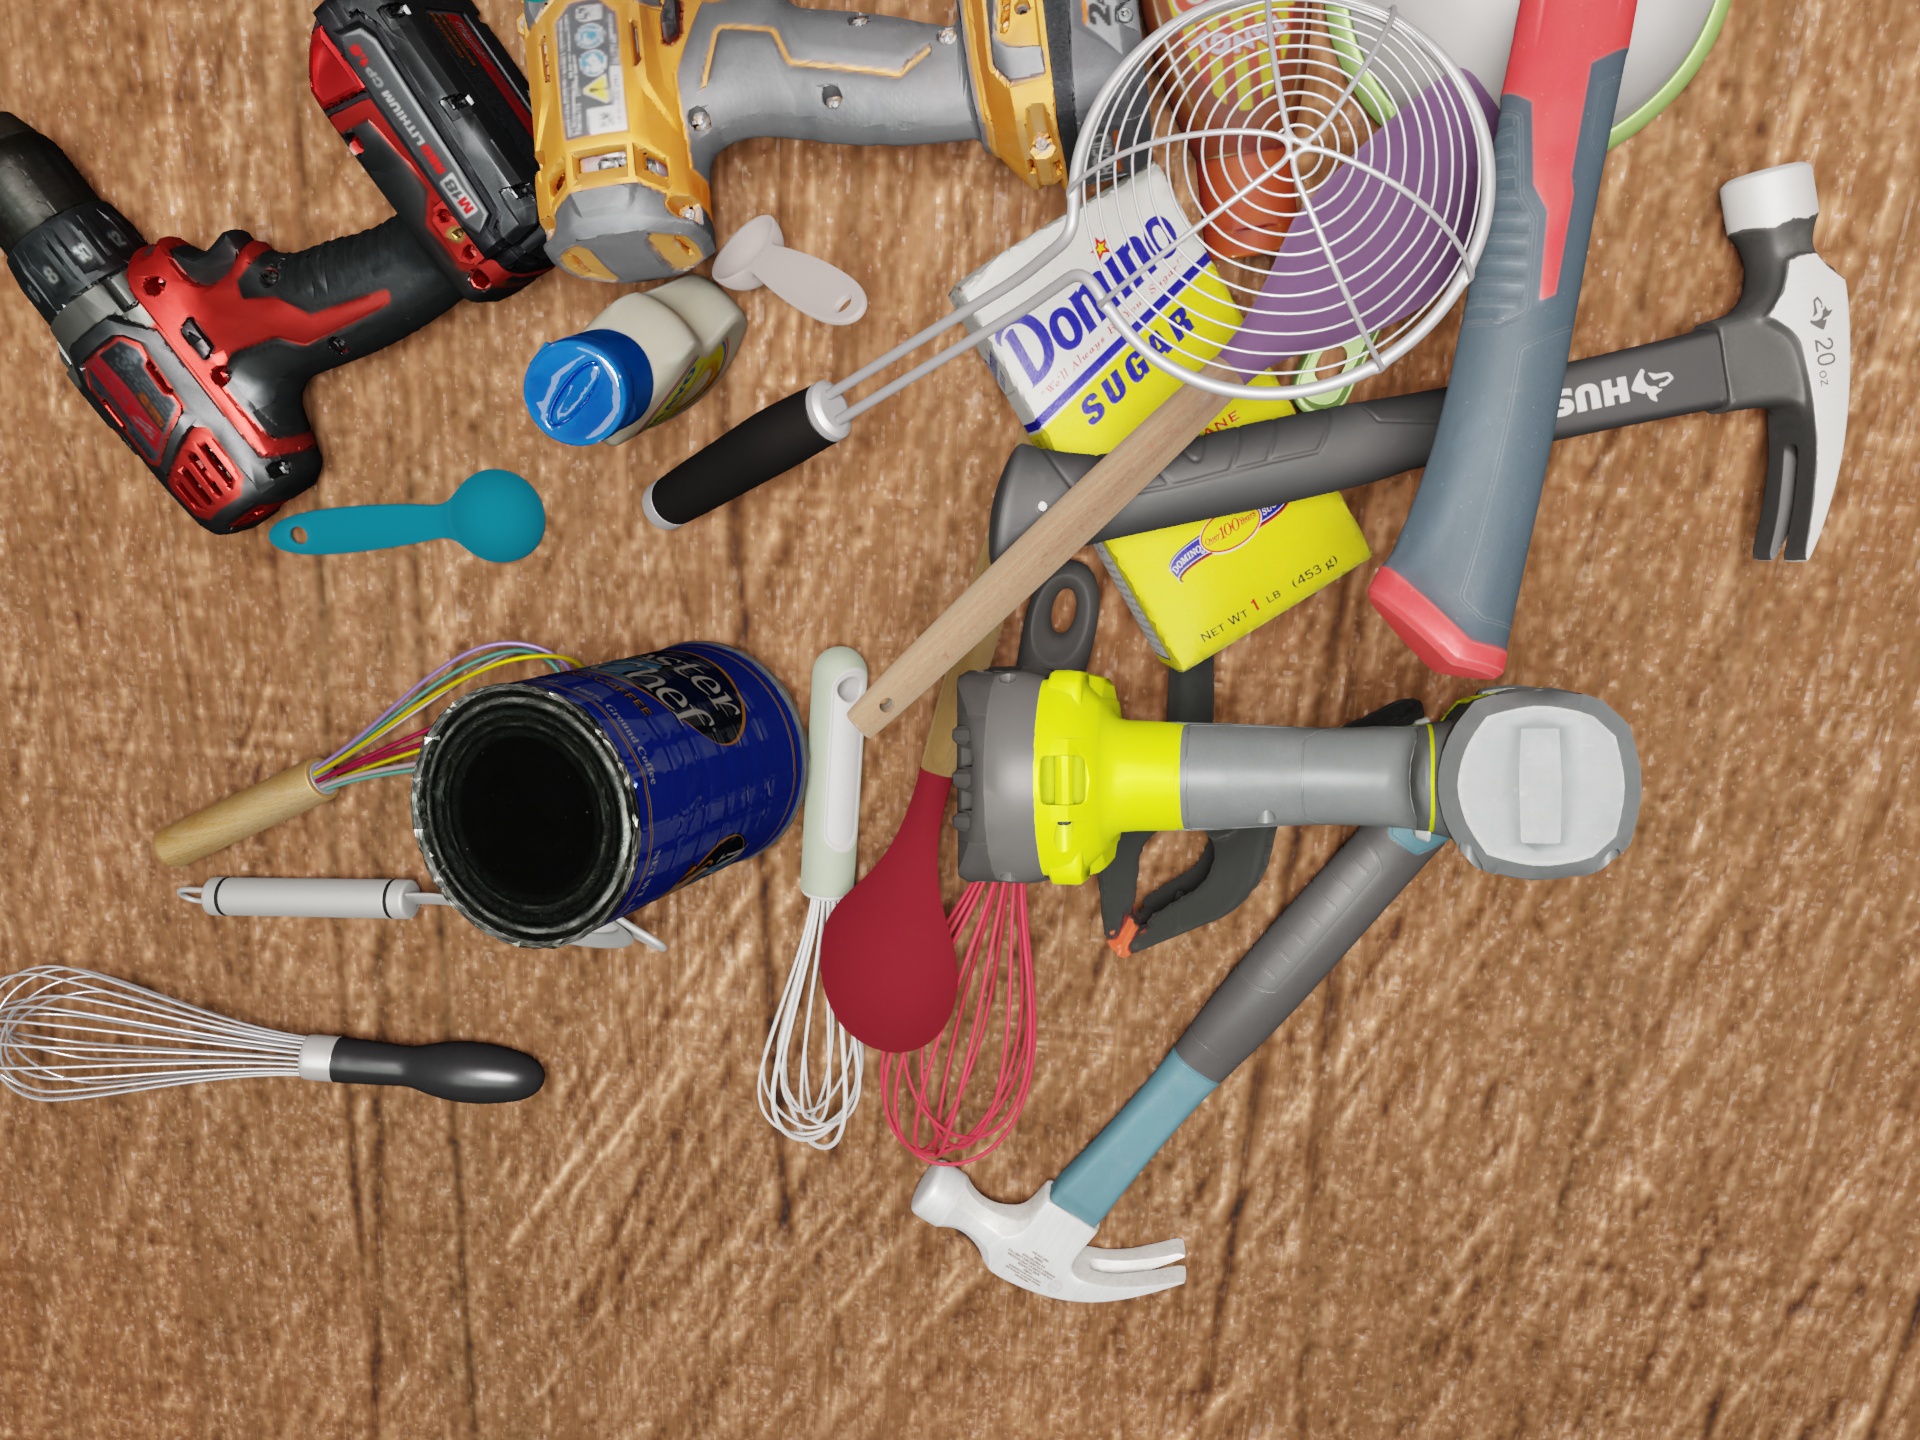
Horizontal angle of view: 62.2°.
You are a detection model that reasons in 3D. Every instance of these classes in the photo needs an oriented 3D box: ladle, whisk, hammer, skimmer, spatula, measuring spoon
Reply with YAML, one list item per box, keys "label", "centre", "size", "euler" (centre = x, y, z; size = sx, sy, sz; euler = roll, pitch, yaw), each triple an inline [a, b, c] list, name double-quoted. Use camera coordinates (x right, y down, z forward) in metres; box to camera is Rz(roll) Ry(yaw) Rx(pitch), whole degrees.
- label: "ladle"
  centre: [-0.001, -0.002, 0.680]
  size: [0.069, 0.031, 0.315]
  euler: [19, 99, 21]
- label: "whisk"
  centre: [0.018, 0.071, 0.717]
  size: [0.073, 0.073, 0.295]
  euler: [13, 104, 1]
- label: "hammer"
  centre: [0.173, -0.103, 0.601]
  size: [0.334, 0.035, 0.146]
  euler: [-13, 97, -3]
- label: "whisk"
  centre: [-0.276, 0.021, 0.738]
  size: [0.245, 0.047, 0.051]
  euler: [-22, 94, 17]
- label: "whisk"
  centre: [-0.062, 0.086, 0.735]
  size: [0.057, 0.059, 0.246]
  euler: [-7, 109, -35]
- label: "skimmer"
  centre: [0.010, -0.135, 0.581]
  size: [0.363, 0.090, 0.127]
  euler: [-18, 88, 46]
- label: "spatula"
  centre: [0.079, -0.105, 0.566]
  size: [0.316, 0.018, 0.059]
  euler: [-43, 109, 1]
- label: "measuring spoon"
  centre: [-0.062, -0.168, 0.614]
  size: [0.034, 0.124, 0.018]
  euler: [-49, 130, 1]
- label: "whisk"
  centre: [-0.349, 0.164, 0.789]
  size: [0.284, 0.070, 0.070]
  euler: [6, 110, -2]
- label: "hammer"
  centre: [0.119, 0.151, 0.745]
  size: [0.128, 0.033, 0.331]
  euler: [34, 109, -6]
- label: "hammer"
  centre: [0.207, -0.202, 0.505]
  size: [0.143, 0.038, 0.386]
  euler: [11, 88, 7]
- label: "measuring spoon"
  centre: [-0.249, -0.085, 0.704]
  size: [0.128, 0.021, 0.042]
  euler: [-5, 109, 6]

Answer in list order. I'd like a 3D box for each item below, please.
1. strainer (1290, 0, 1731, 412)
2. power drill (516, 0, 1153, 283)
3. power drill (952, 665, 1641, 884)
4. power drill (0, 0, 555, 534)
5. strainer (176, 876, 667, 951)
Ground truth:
- label: "strainer"
  centre: [0.189, -0.228, 0.584]
  size: [0.151, 0.069, 0.256]
  euler: [23, 109, -3]
- label: "power drill"
  centre: [-0.052, -0.269, 0.580]
  size: [0.226, 0.084, 0.185]
  euler: [-7, 86, 8]
- label: "power drill"
  centre: [0.124, 0.019, 0.600]
  size: [0.228, 0.190, 0.080]
  euler: [0, 91, 14]
- label: "power drill"
  centre: [-0.281, -0.204, 0.640]
  size: [0.226, 0.080, 0.187]
  euler: [-30, 104, 18]
- label: "strainer"
  centre: [-0.258, 0.083, 0.756]
  size: [0.258, 0.050, 0.086]
  euler: [0, 153, 11]
